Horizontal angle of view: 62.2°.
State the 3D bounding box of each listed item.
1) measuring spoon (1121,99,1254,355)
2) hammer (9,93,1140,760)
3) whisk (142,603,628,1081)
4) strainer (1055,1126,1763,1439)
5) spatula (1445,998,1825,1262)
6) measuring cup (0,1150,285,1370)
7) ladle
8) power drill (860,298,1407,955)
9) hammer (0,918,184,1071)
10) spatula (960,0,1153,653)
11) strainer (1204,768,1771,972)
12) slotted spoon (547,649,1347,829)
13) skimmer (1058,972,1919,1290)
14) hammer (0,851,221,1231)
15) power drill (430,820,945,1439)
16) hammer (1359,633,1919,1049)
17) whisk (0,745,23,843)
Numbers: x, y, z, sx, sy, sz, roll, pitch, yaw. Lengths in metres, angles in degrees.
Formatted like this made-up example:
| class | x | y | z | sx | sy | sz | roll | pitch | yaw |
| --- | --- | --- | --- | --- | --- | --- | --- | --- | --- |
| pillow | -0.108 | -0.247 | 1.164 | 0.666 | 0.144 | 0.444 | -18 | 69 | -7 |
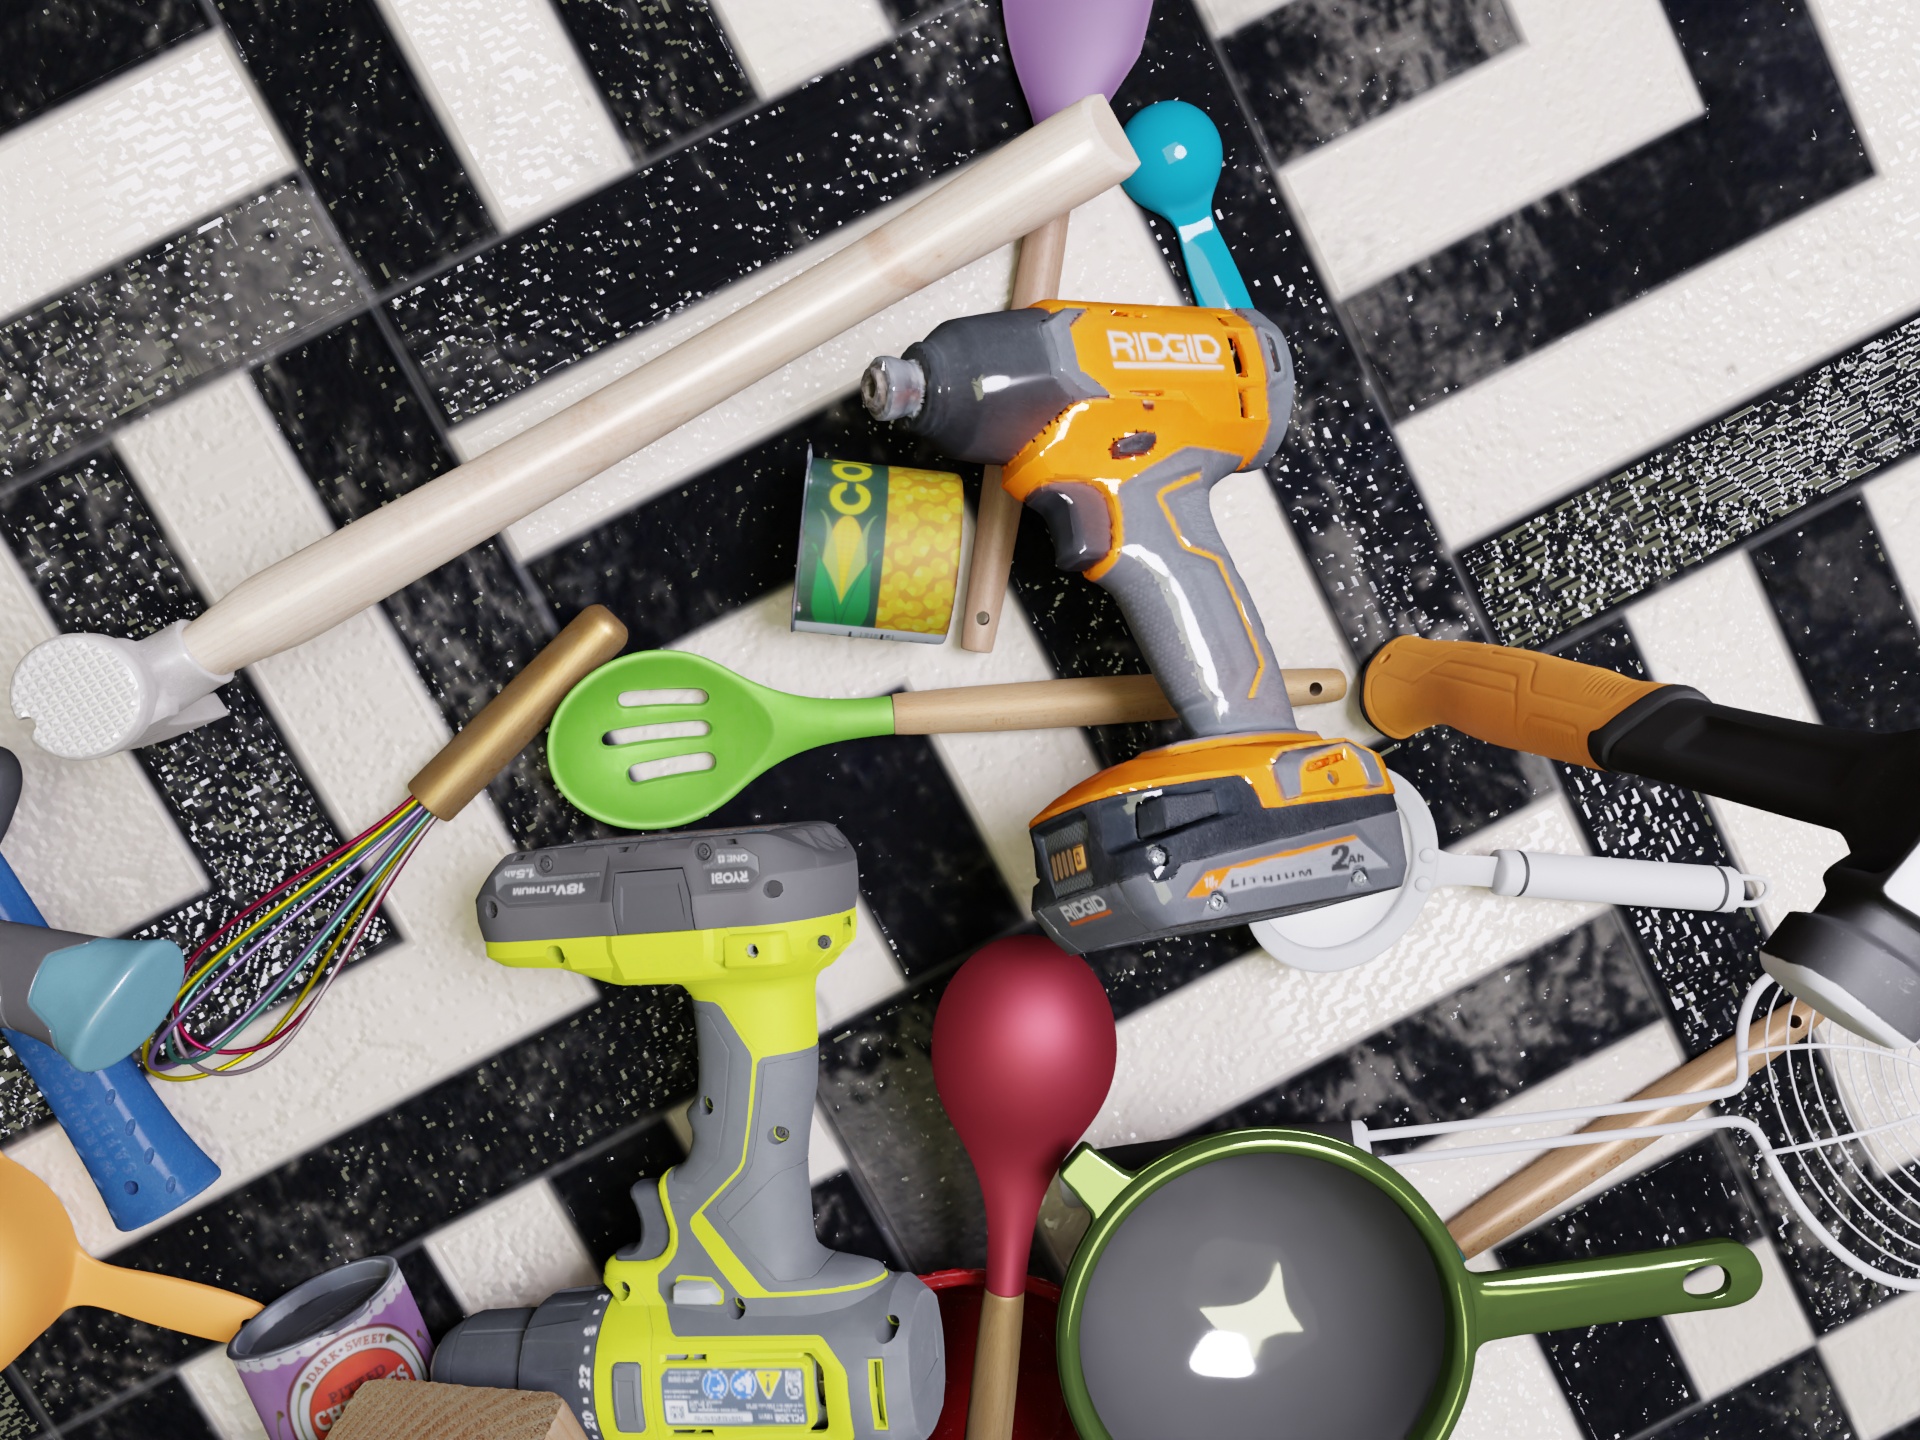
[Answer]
| class | x | y | z | sx | sy | sz | roll | pitch | yaw |
| --- | --- | --- | --- | --- | --- | --- | --- | --- | --- |
| measuring spoon | 0.098 | -0.178 | 0.614 | 0.042 | 0.021 | 0.128 | -23 | 97 | -1 |
| hammer | -0.119 | -0.108 | 0.566 | 0.410 | 0.146 | 0.038 | -31 | 99 | -7 |
| whisk | -0.218 | 0.048 | 0.612 | 0.245 | 0.051 | 0.047 | -46 | 119 | -2 |
| strainer | 0.160 | 0.212 | 0.595 | 0.256 | 0.069 | 0.151 | -7 | 92 | -3 |
| spatula | 0.229 | 0.205 | 0.658 | 0.317 | 0.044 | 0.082 | -33 | 72 | -2 |
| measuring cup | -0.353 | 0.226 | 0.610 | 0.173 | 0.052 | 0.095 | 15 | 95 | -4 |
| ladle | 0.012 | 0.237 | 0.599 | 0.069 | 0.031 | 0.315 | 5 | 98 | -3 |
| power drill | 0.056 | -0.039 | 0.551 | 0.164 | 0.084 | 0.227 | -5 | 77 | -29 |
| hammer | -0.413 | 0.068 | 0.527 | 0.331 | 0.033 | 0.128 | 8 | 69 | 11 |
| spatula | 0.030 | -0.182 | 0.611 | 0.060 | 0.018 | 0.316 | 9 | 95 | -1 |
| strainer | 0.212 | 0.062 | 0.643 | 0.258 | 0.050 | 0.087 | 5 | 102 | -11 |
| slotted spoon | -0.001 | -0.002 | 0.626 | 0.313 | 0.031 | 0.070 | -4 | 102 | -6 |
| skimmer | 0.225 | 0.174 | 0.641 | 0.363 | 0.090 | 0.127 | -9 | 61 | 12 |
| hammer | -0.405 | 0.013 | 0.591 | 0.144 | 0.035 | 0.405 | -27 | 98 | -1 |
| power drill | -0.111 | 0.158 | 0.587 | 0.190 | 0.080 | 0.228 | -5 | 89 | 13 |
| hammer | 0.202 | -0.007 | 0.483 | 0.034 | 0.337 | 0.127 | 35 | 91 | -9 |
| whisk | -0.412 | 0.133 | 0.561 | 0.070 | 0.070 | 0.284 | 31 | 88 | -7 |
